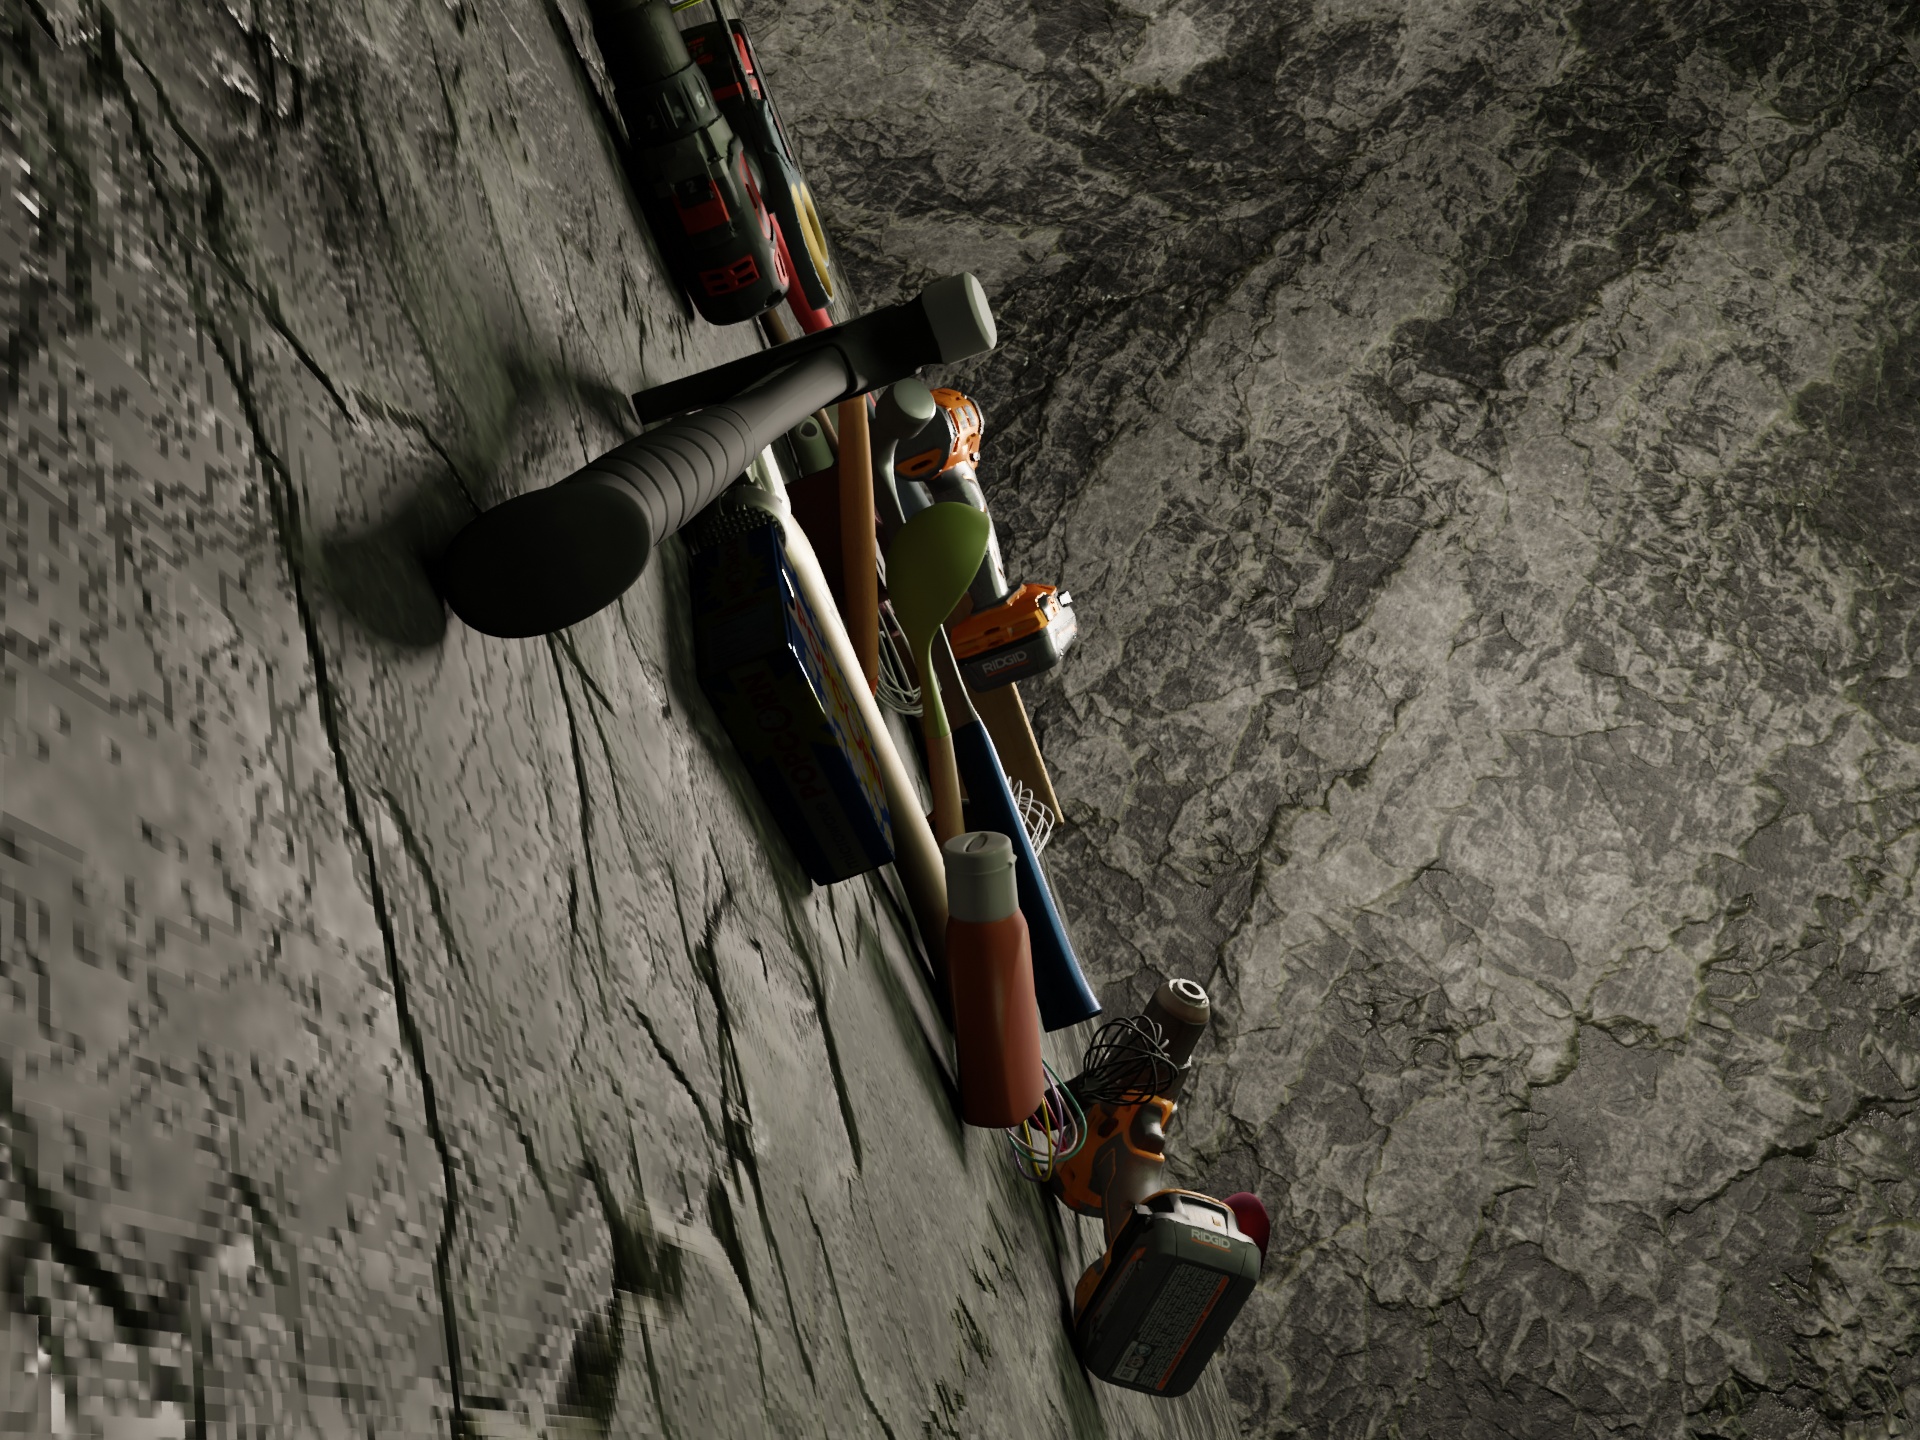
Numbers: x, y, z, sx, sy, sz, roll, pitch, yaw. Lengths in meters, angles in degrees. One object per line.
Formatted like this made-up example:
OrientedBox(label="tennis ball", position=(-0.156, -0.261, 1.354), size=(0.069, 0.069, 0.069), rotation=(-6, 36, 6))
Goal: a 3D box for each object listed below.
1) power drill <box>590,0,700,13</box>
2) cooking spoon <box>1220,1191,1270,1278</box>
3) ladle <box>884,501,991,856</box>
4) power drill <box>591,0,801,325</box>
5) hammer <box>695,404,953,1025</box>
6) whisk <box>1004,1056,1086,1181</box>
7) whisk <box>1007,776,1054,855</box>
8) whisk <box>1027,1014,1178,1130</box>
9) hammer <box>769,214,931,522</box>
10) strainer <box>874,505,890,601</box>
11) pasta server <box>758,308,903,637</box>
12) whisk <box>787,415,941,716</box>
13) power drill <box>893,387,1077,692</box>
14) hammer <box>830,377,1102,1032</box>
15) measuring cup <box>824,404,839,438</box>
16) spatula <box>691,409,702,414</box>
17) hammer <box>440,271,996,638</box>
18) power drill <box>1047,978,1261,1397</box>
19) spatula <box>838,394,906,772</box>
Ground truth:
OrientedBox(label="power drill", position=(-0.157, -0.479, 0.872), size=(0.223, 0.171, 0.080), rotation=(23, 47, -81))
OrientedBox(label="cooking spoon", position=(0.141, 0.354, 1.117), size=(0.319, 0.017, 0.069), rotation=(145, -36, -71))
OrientedBox(label="ladle", position=(0.002, 0.031, 0.940), size=(0.078, 0.062, 0.320), rotation=(-136, -143, -68))
OrientedBox(label="power drill", position=(-0.158, -0.355, 0.943), size=(0.227, 0.080, 0.187), rotation=(-98, 169, -57))
OrientedBox(label="hammer", position=(-0.045, 0.015, 0.827), size=(0.146, 0.038, 0.410), rotation=(-97, 170, -50))
OrientedBox(label="whisk", position=(0.033, 0.204, 1.049), size=(0.047, 0.051, 0.245), rotation=(61, 5, -33))
OrientedBox(label="whisk", position=(0.028, 0.122, 1.121), size=(0.285, 0.070, 0.070), rotation=(-78, 150, -64))
OrientedBox(label="whisk", position=(0.083, 0.239, 1.038), size=(0.239, 0.055, 0.055), rotation=(122, -47, -62))
OrientedBox(label="hammer", position=(-0.103, -0.292, 1.258), size=(0.386, 0.038, 0.143), rotation=(61, 5, -9))
OrientedBox(label="strainer", position=(-0.070, -0.142, 1.335), size=(0.087, 0.050, 0.258), rotation=(51, -6, 17))
OrientedBox(label="pasta server", position=(-0.100, -0.203, 1.214), size=(0.316, 0.060, 0.040), rotation=(65, 19, 14))
OrientedBox(label="whisk", position=(-0.074, -0.114, 1.150), size=(0.246, 0.058, 0.059), rotation=(67, -20, 14))
OrientedBox(label="power drill", position=(0.014, -0.150, 1.241), size=(0.226, 0.084, 0.164), rotation=(67, 19, -10))
OrientedBox(label="hammer", position=(-0.002, -0.003, 0.997), size=(0.144, 0.035, 0.406), rotation=(-39, -114, 53))
OrientedBox(label="measuring cup", position=(-0.105, -0.216, 1.369), size=(0.083, 0.038, 0.167), rotation=(-50, 137, -84))
OrientedBox(label="spatula", position=(-0.119, -0.154, 0.856), size=(0.316, 0.018, 0.059), rotation=(-96, 167, -71))
OrientedBox(label="hammer", position=(-0.080, -0.089, 0.507), size=(0.335, 0.146, 0.035), rotation=(-68, 139, -68))
OrientedBox(label="power drill", position=(0.127, 0.292, 1.036), size=(0.226, 0.084, 0.185), rotation=(-100, -148, -66))
OrientedBox(label="spatula", position=(-0.044, -0.045, 0.873), size=(0.322, 0.041, 0.081), rotation=(91, -12, -46))
